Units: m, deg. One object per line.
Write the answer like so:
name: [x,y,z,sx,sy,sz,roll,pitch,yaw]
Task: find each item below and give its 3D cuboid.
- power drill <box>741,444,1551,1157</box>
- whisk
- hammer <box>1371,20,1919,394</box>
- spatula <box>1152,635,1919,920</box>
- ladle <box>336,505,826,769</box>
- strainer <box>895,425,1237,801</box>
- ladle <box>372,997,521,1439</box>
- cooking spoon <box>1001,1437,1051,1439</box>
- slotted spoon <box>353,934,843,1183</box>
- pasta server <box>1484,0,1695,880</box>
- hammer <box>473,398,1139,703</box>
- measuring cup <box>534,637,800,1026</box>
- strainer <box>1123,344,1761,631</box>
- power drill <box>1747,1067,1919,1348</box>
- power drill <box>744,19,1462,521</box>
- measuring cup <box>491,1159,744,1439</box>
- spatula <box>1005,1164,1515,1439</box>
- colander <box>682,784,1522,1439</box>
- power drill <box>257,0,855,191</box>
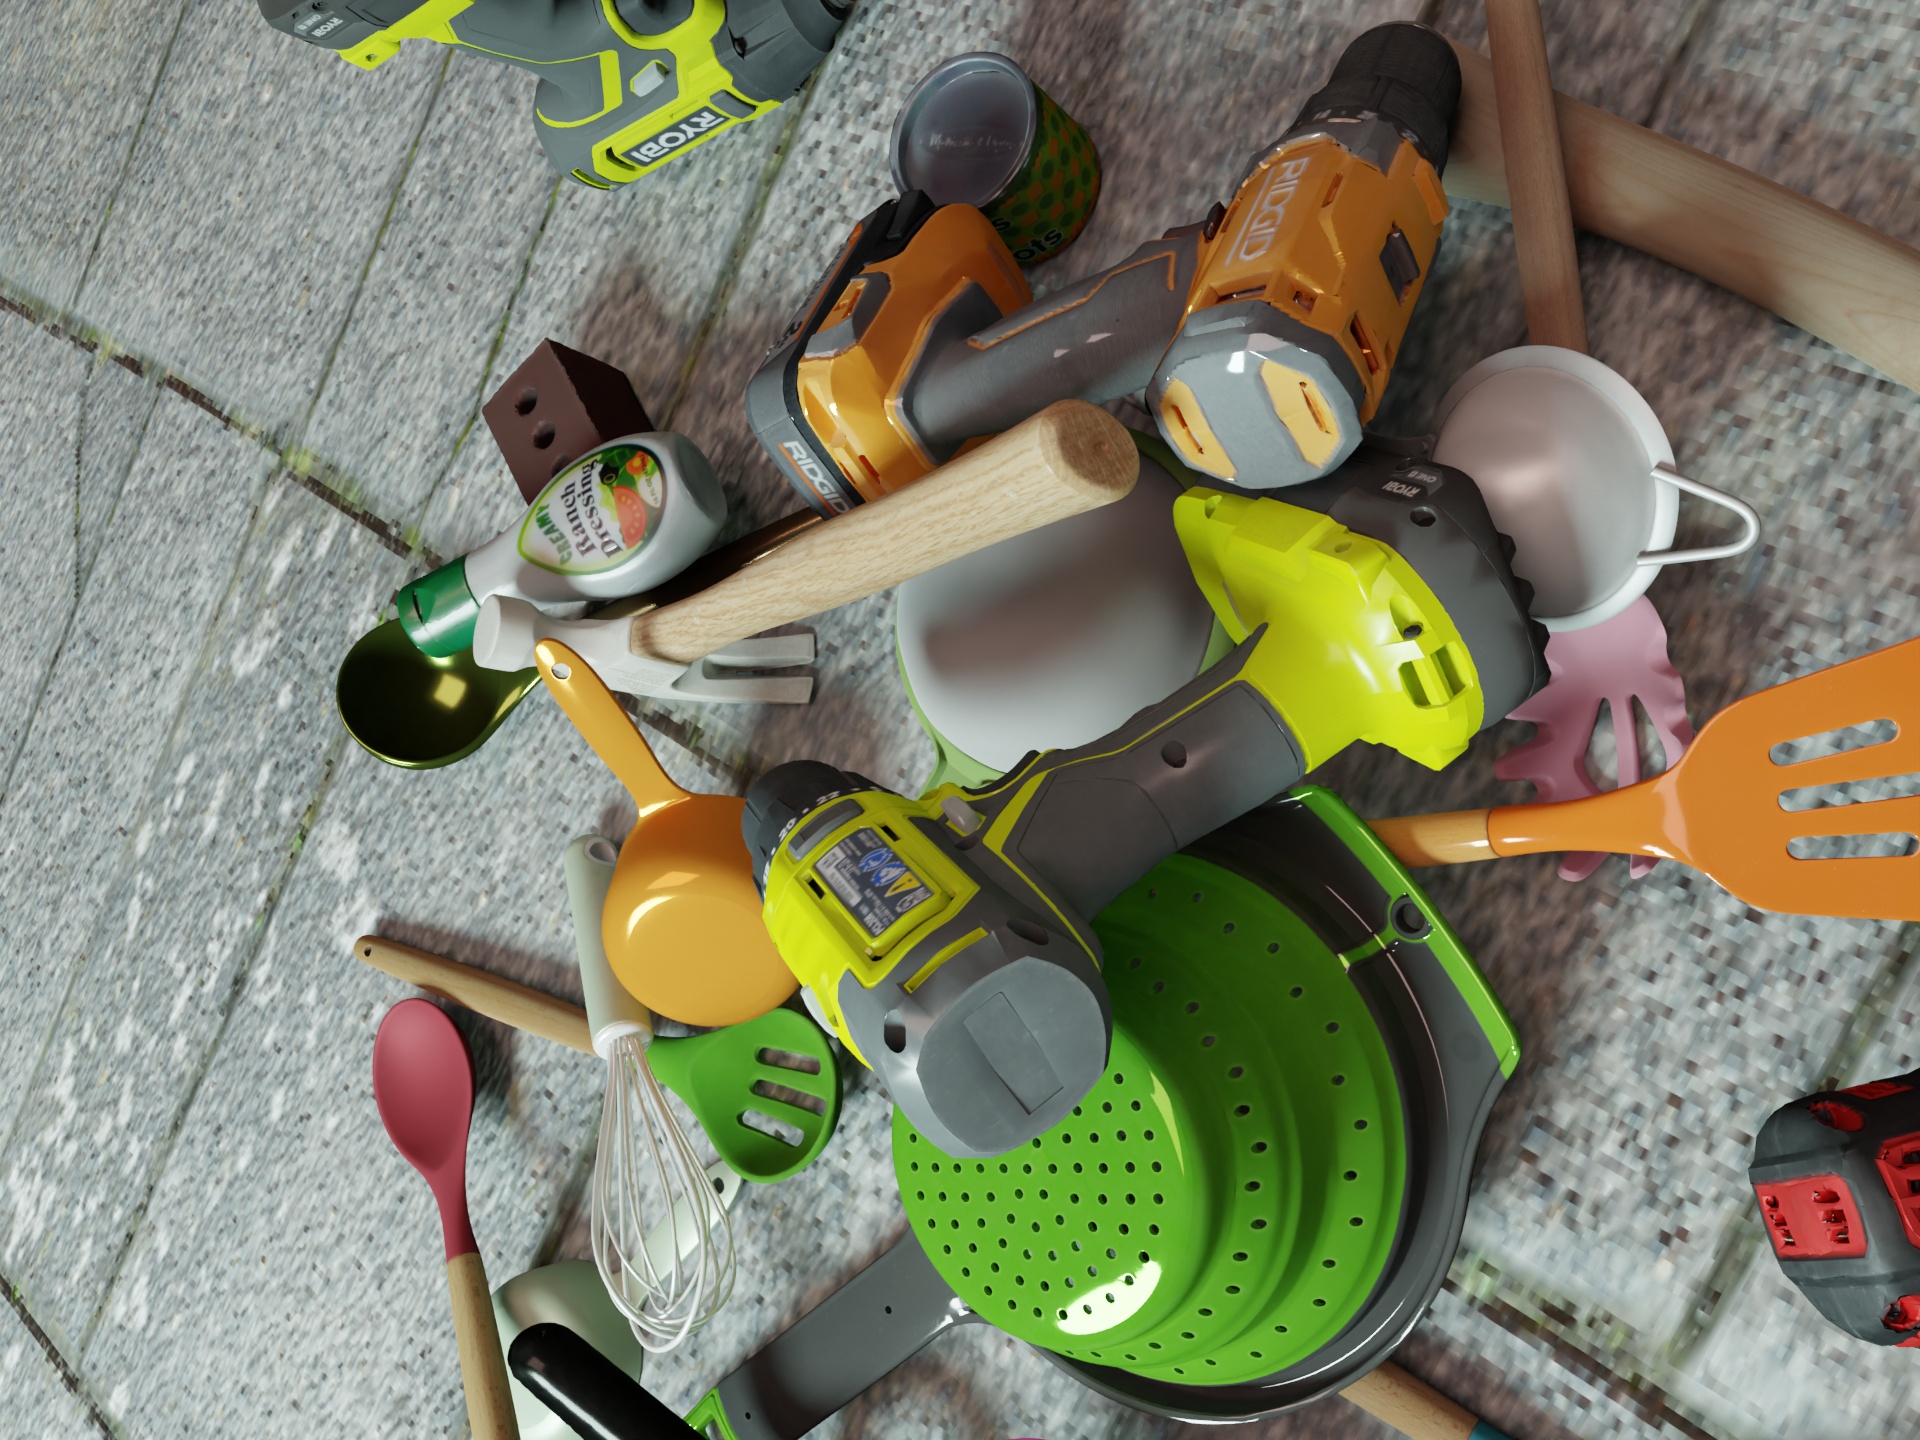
power drill: [0.040,0.009,0.485,0.228,0.080,0.191,-36,27,-9]
whisk: [-0.136,0.137,0.645,0.059,0.057,0.247,-52,39,26]
hammer: [0.292,-0.124,0.470,0.411,0.038,0.146,42,103,29]
spatula: [0.152,0.037,0.505,0.322,0.041,0.081,-12,87,44]
ladle: [-0.150,-0.054,0.713,0.320,0.062,0.078,-21,70,24]
strainer: [-0.001,-0.002,0.606,0.152,0.069,0.256,34,99,30]
ladle: [-0.206,0.251,0.672,0.069,0.031,0.316,-47,47,22]
cooking spoon: [0.137,0.290,0.465,0.319,0.017,0.069,10,95,32]
slotted spoon: [-0.172,0.136,0.714,0.314,0.031,0.070,10,80,33]
pasta server: [0.187,-0.109,0.500,0.060,0.040,0.316,-8,90,41]
hammer: [-0.056,-0.049,0.564,0.331,0.130,0.031,-14,69,53]
measuring cup: [-0.118,0.047,0.618,0.095,0.173,0.052,-24,27,14]
strainer: [0.130,-0.088,0.524,0.259,0.050,0.086,32,131,52]
power drill: [0.298,0.187,0.381,0.143,0.078,0.220,-11,71,-5]
power drill: [0.054,-0.151,0.539,0.226,0.084,0.185,-2,50,40]
measuring cup: [-0.151,0.244,0.677,0.167,0.038,0.083,-50,62,18]
spatula: [0.136,0.218,0.509,0.318,0.044,0.082,24,101,32]
colander: [-0.005,0.181,0.539,0.397,0.094,0.205,-45,67,27]
power drill: [-0.157,-0.302,0.653,0.171,0.223,0.080,-17,82,28]
